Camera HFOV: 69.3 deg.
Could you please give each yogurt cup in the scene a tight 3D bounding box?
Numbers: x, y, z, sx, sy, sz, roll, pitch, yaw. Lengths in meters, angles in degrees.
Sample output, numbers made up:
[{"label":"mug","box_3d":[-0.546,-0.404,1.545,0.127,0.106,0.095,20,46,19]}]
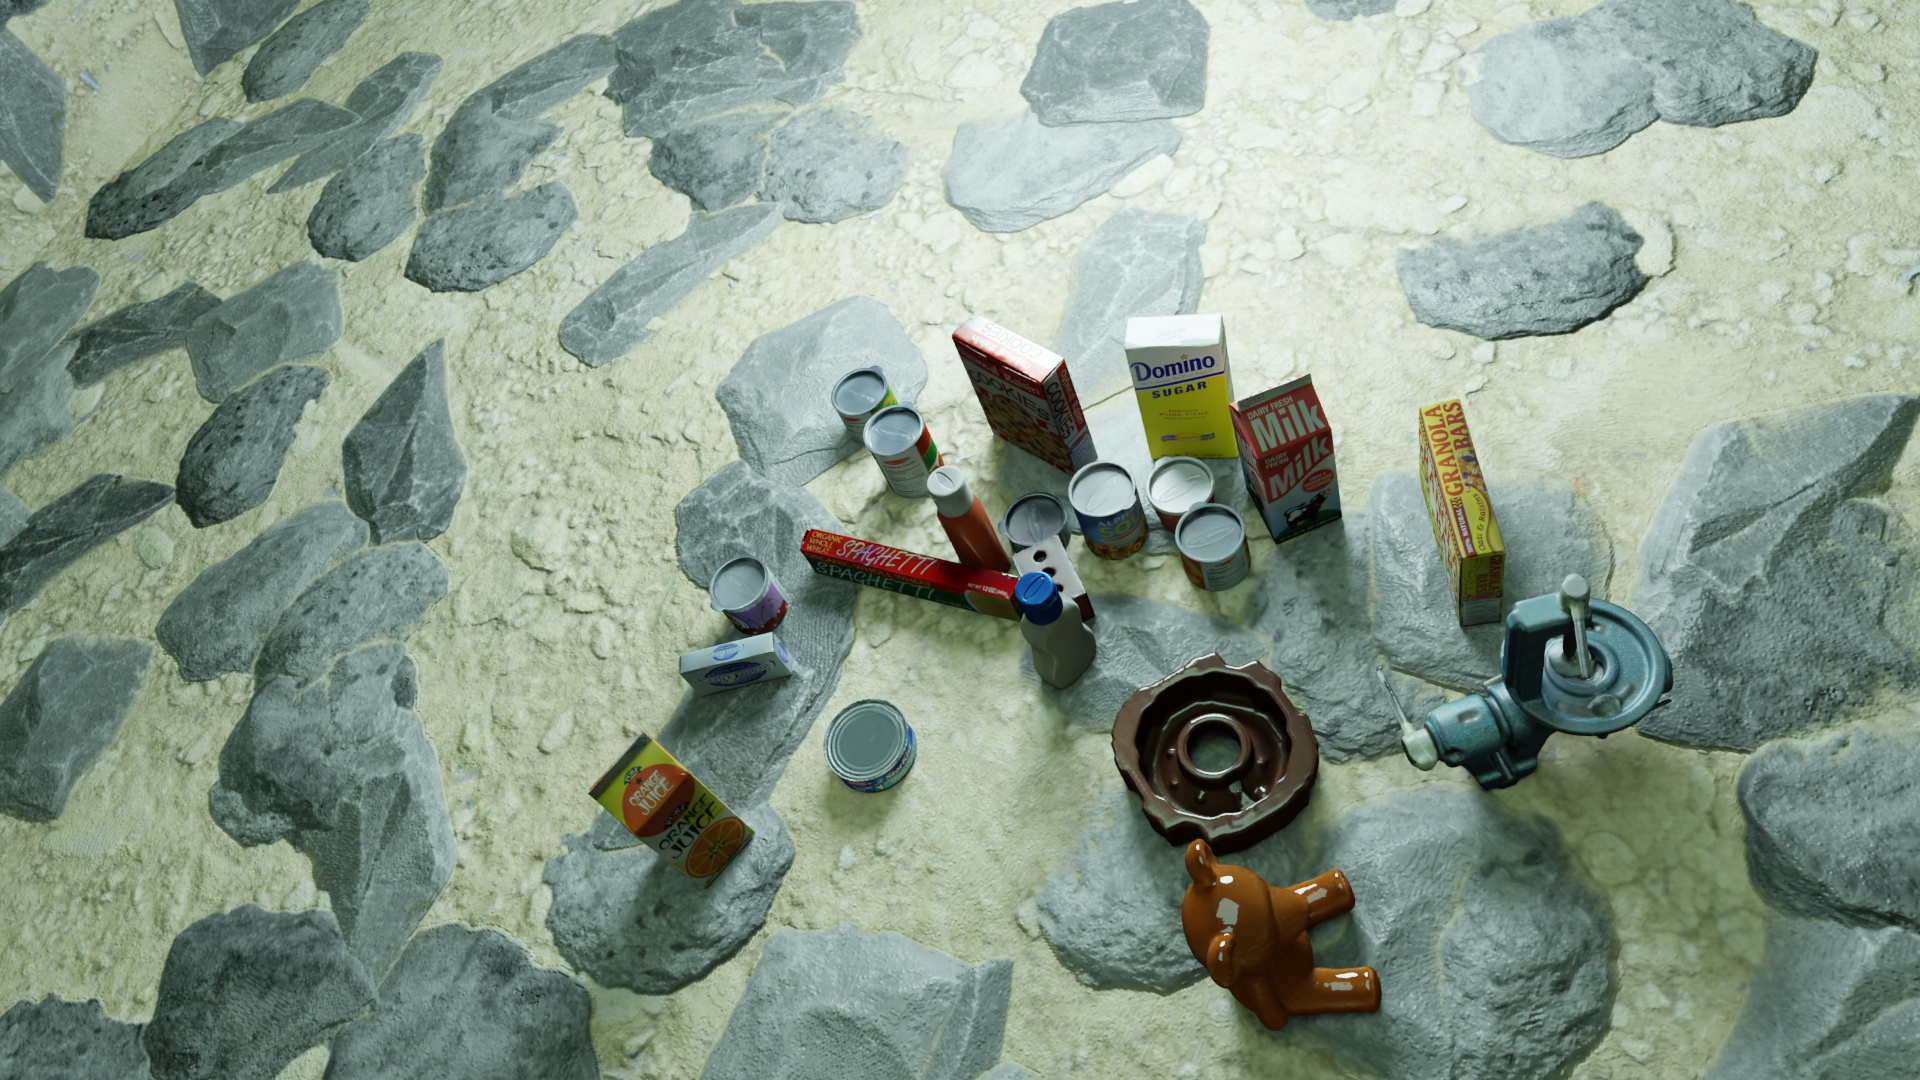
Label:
[{"label":"yogurt cup","box_3d":[0.221,-0.041,1.374,0.072,0.053,0.073,-9,56,13]}]

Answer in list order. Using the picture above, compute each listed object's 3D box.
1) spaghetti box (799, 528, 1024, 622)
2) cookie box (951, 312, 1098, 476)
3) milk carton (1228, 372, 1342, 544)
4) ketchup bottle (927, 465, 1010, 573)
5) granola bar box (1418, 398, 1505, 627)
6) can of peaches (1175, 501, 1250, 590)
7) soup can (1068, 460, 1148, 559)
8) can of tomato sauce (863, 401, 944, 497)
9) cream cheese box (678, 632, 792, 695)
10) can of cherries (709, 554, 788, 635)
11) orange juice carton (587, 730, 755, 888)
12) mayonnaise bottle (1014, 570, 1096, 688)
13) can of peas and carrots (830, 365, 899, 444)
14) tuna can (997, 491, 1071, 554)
[{"label":"spaghetti box","box_3d":[-0.050,0.034,1.418,0.250,0.050,0.029,12,63,25]},{"label":"cookie box","box_3d":[0.067,-0.146,1.425,0.123,0.166,0.040,32,73,32]},{"label":"milk carton","box_3d":[0.301,-0.084,1.291,0.072,0.189,0.074,-22,54,4]},{"label":"ketchup bottle","box_3d":[0.005,-0.017,1.372,0.043,0.148,0.065,-41,55,-10]},{"label":"granola bar box","box_3d":[0.446,-0.024,1.244,0.039,0.123,0.166,-11,55,12]},{"label":"can of peaches","box_3d":[0.243,0.005,1.334,0.071,0.058,0.071,-9,56,13]},{"label":"soup can","box_3d":[0.149,-0.028,1.371,0.071,0.083,0.072,-9,56,13]},{"label":"can of tomato sauce","box_3d":[-0.059,-0.096,1.487,0.071,0.082,0.071,-9,56,13]},{"label":"cream cheese box","box_3d":[-0.228,0.126,1.414,0.104,0.053,0.024,-14,55,9]},{"label":"can of cherries","box_3d":[-0.223,0.059,1.454,0.071,0.058,0.072,-9,56,13]},{"label":"orange juice carton","box_3d":[-0.269,0.240,1.267,0.073,0.192,0.072,33,73,33]},{"label":"mayonnaise bottle","box_3d":[0.085,0.079,1.282,0.041,0.147,0.065,31,72,32]},{"label":"can of peas and carrots","box_3d":[-0.103,-0.152,1.553,0.071,0.058,0.071,-9,56,13]},{"label":"tuna can","box_3d":[0.076,-0.013,1.417,0.071,0.032,0.071,-9,56,13]}]
